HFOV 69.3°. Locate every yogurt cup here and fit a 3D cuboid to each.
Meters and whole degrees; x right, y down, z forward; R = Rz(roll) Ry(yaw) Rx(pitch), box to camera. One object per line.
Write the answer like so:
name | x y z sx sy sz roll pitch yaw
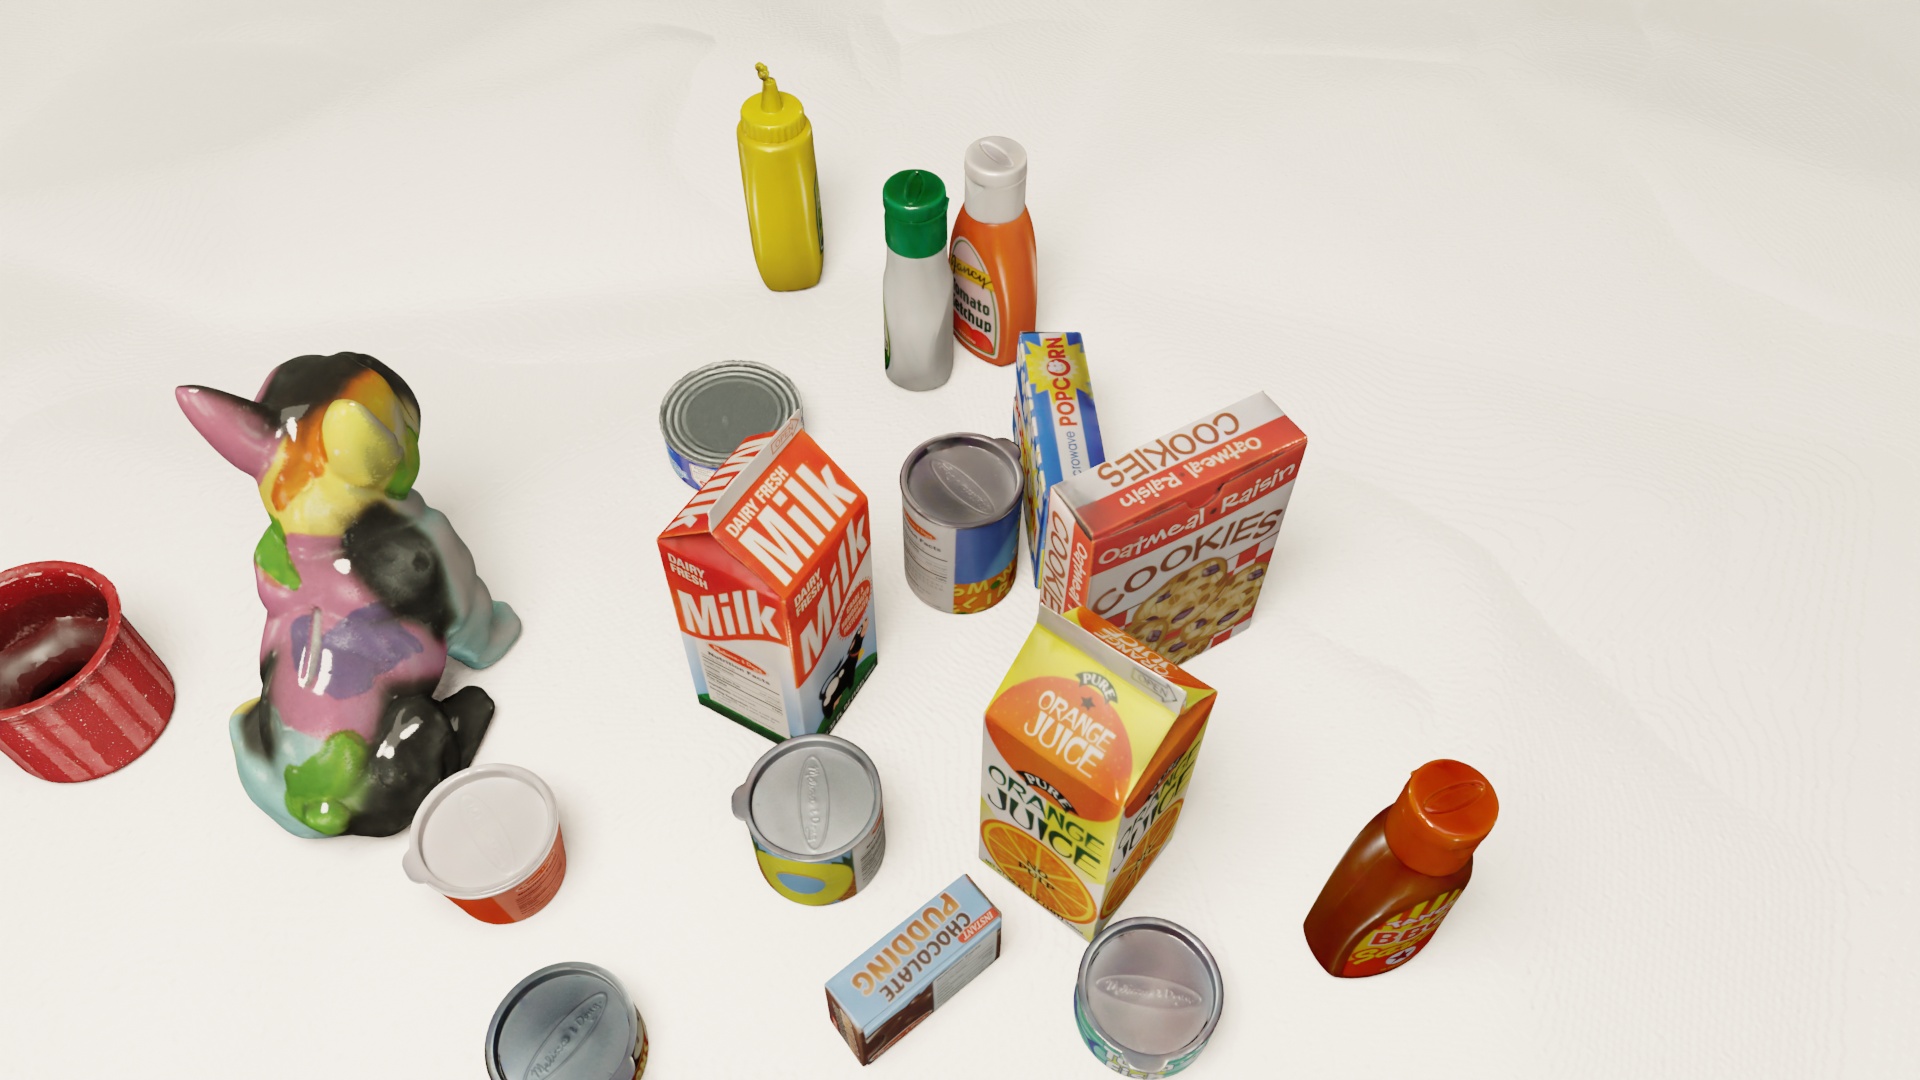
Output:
yogurt cup | -0.222 0.148 0.666 0.072 0.053 0.073 0 53 0

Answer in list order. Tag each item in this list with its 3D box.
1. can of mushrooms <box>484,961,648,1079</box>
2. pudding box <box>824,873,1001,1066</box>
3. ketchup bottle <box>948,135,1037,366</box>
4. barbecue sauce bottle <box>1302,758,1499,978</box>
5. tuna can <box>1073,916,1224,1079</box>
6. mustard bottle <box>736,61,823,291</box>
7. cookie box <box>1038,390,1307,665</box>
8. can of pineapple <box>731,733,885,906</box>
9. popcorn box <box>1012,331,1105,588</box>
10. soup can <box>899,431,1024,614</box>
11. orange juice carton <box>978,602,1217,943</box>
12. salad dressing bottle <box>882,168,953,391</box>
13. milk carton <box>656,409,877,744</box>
can of mushrooms | -0.173 0.227 0.620 0.071 0.033 0.071 0 53 0
pudding box | -0.020 0.196 0.635 0.084 0.049 0.030 -34 61 -23
ketchup bottle | 0.020 -0.178 0.856 0.044 0.148 0.065 -34 60 -23
barbecue sauce bottle | 0.197 0.146 0.614 0.065 0.147 0.044 -17 55 -13
tuna can | 0.085 0.212 0.635 0.071 0.032 0.071 0 53 0
mustard bottle | -0.116 -0.234 0.889 0.049 0.159 0.065 -6 54 -5
cookie box | 0.102 0.013 0.702 0.123 0.166 0.040 -25 57 -18
can of pineapple | -0.072 0.136 0.675 0.071 0.057 0.071 0 53 0
popcorn box | 0.056 -0.047 0.797 0.038 0.084 0.127 -3 53 -3
soup can | 0.003 -0.010 0.769 0.071 0.083 0.072 0 53 0
orange juice carton | 0.058 0.099 0.621 0.072 0.191 0.073 33 60 22
salad dressing bottle | -0.026 -0.155 0.839 0.044 0.146 0.064 6 53 4
milk carton | -0.091 0.021 0.678 0.073 0.189 0.073 24 57 17
